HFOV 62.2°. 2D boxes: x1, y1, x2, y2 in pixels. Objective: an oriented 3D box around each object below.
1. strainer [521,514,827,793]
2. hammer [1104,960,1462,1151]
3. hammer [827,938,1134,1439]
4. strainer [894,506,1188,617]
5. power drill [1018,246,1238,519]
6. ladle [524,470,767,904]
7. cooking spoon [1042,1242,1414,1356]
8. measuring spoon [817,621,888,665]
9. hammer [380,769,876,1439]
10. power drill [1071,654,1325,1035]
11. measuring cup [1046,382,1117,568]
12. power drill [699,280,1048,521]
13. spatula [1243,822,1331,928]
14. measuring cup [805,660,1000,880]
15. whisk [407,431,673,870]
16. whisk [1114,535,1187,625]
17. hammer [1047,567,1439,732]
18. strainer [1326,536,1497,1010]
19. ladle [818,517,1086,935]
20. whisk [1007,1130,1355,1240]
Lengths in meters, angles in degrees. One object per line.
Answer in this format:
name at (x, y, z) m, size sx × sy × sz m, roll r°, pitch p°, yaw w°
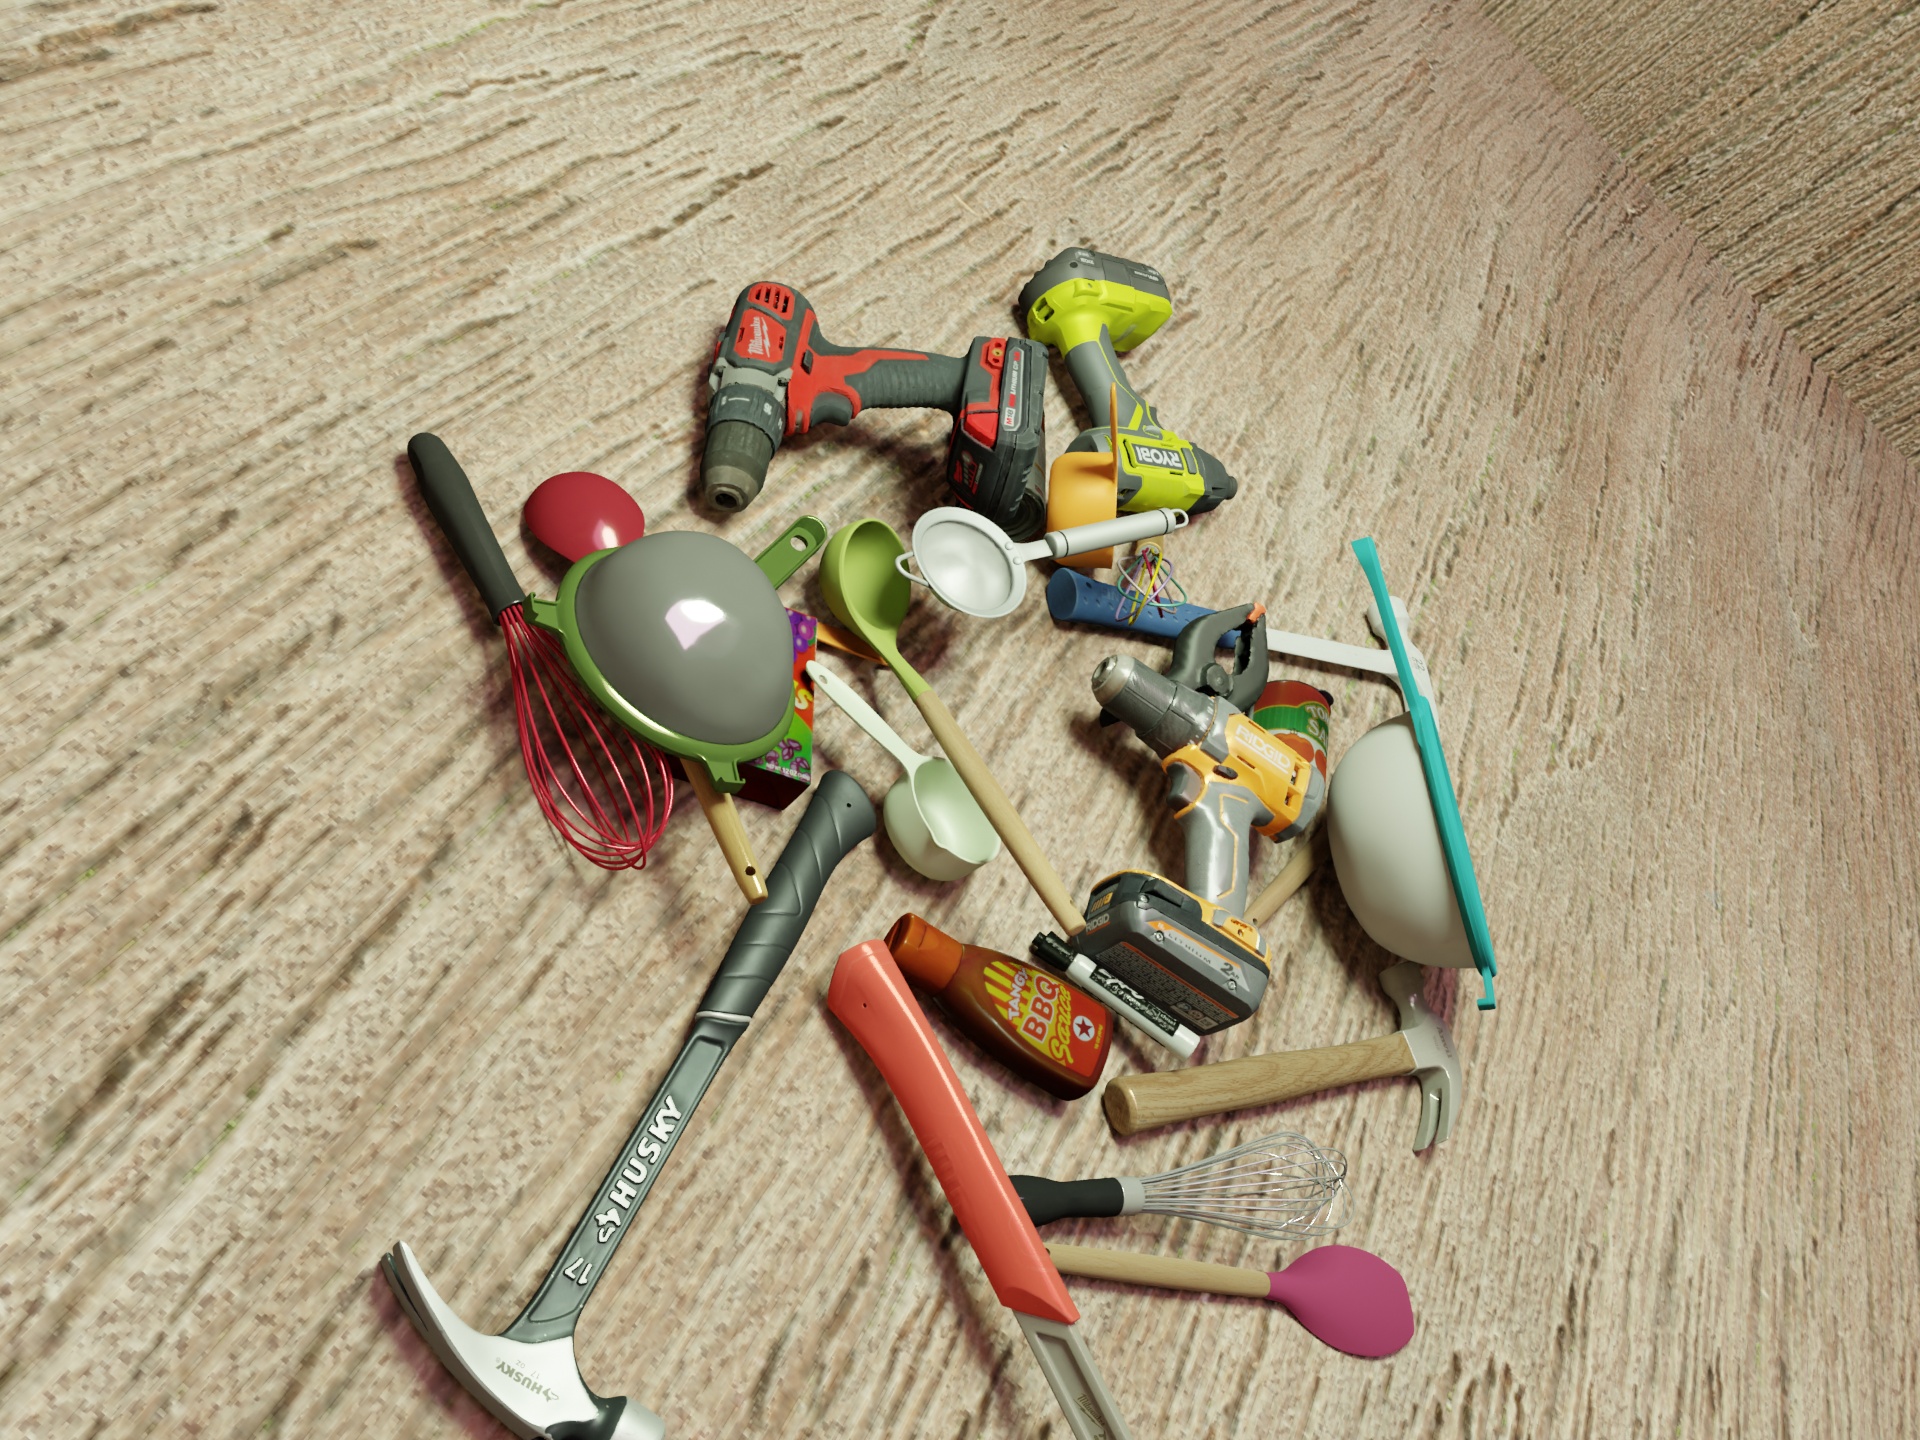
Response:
strainer at (-0.123, -0.079, 0.919) m, size 0.151 × 0.069 × 0.256 m, roll 42°, pitch 35°, yaw -5°
hammer at (0.227, 0.241, 1.073) m, size 0.331 × 0.031 × 0.130 m, roll 0°, pitch 61°, yaw -38°
hammer at (0.032, 0.272, 0.839) m, size 0.359 × 0.149 × 0.036 m, roll 61°, pitch 17°, yaw 21°
strainer at (0.058, -0.115, 1.085) m, size 0.258 × 0.050 × 0.087 m, roll -16°, pitch 71°, yaw -31°
power drill at (0.142, -0.274, 1.331) m, size 0.171 × 0.080 × 0.223 m, roll 1°, pitch 65°, yaw -37°
ladle at (-0.174, -0.031, 0.904) m, size 0.069 × 0.031 × 0.316 m, roll -15°, pitch 62°, yaw -26°
cooking spoon at (0.164, 0.340, 0.963) m, size 0.318 × 0.017 × 0.069 m, roll 18°, pitch 51°, yaw -29°
measuring spoon at (-0.087, -0.052, 1.043) m, size 0.116 × 0.011 × 0.021 m, roll 18°, pitch 36°, yaw -32°
hammer at (-0.138, 0.169, 0.832) m, size 0.149 × 0.036 × 0.409 m, roll 38°, pitch 44°, yaw -10°
power drill at (0.146, 0.073, 1.073) m, size 0.185 × 0.084 × 0.226 m, roll 34°, pitch 52°, yaw -13°
measuring cup at (0.089, -0.182, 1.163) m, size 0.052 × 0.173 × 0.095 m, roll 2°, pitch 56°, yaw 5°
power drill at (-0.063, -0.202, 1.081) m, size 0.226 × 0.080 × 0.188 m, roll 11°, pitch 55°, yaw -5°
spatula at (0.284, 0.088, 1.231) m, size 0.316 × 0.018 × 0.060 m, roll -34°, pitch 92°, yaw -47°
measuring cup at (-0.045, 0.032, 0.984) m, size 0.167 × 0.038 × 0.083 m, roll 46°, pitch 31°, yaw -8°
whisk at (-0.240, -0.044, 0.882) m, size 0.073 × 0.073 × 0.296 m, roll -15°, pitch 67°, yaw -43°
whisk at (0.143, -0.121, 1.186) m, size 0.245 × 0.051 × 0.047 m, roll -68°, pitch 153°, yaw -69°
hammer at (0.241, -0.064, 1.290) m, size 0.405 × 0.035 × 0.144 m, roll 8°, pitch 57°, yaw -34°
strainer at (0.303, 0.036, 1.157) m, size 0.211 × 0.095 × 0.340 m, roll -61°, pitch 133°, yaw -66°
ladle at (-0.002, -0.003, 0.989) m, size 0.078 × 0.062 × 0.320 m, roll 20°, pitch 31°, yaw -54°
whisk at (0.124, 0.283, 0.947) m, size 0.284 × 0.070 × 0.070 m, roll 6°, pitch 58°, yaw -30°
